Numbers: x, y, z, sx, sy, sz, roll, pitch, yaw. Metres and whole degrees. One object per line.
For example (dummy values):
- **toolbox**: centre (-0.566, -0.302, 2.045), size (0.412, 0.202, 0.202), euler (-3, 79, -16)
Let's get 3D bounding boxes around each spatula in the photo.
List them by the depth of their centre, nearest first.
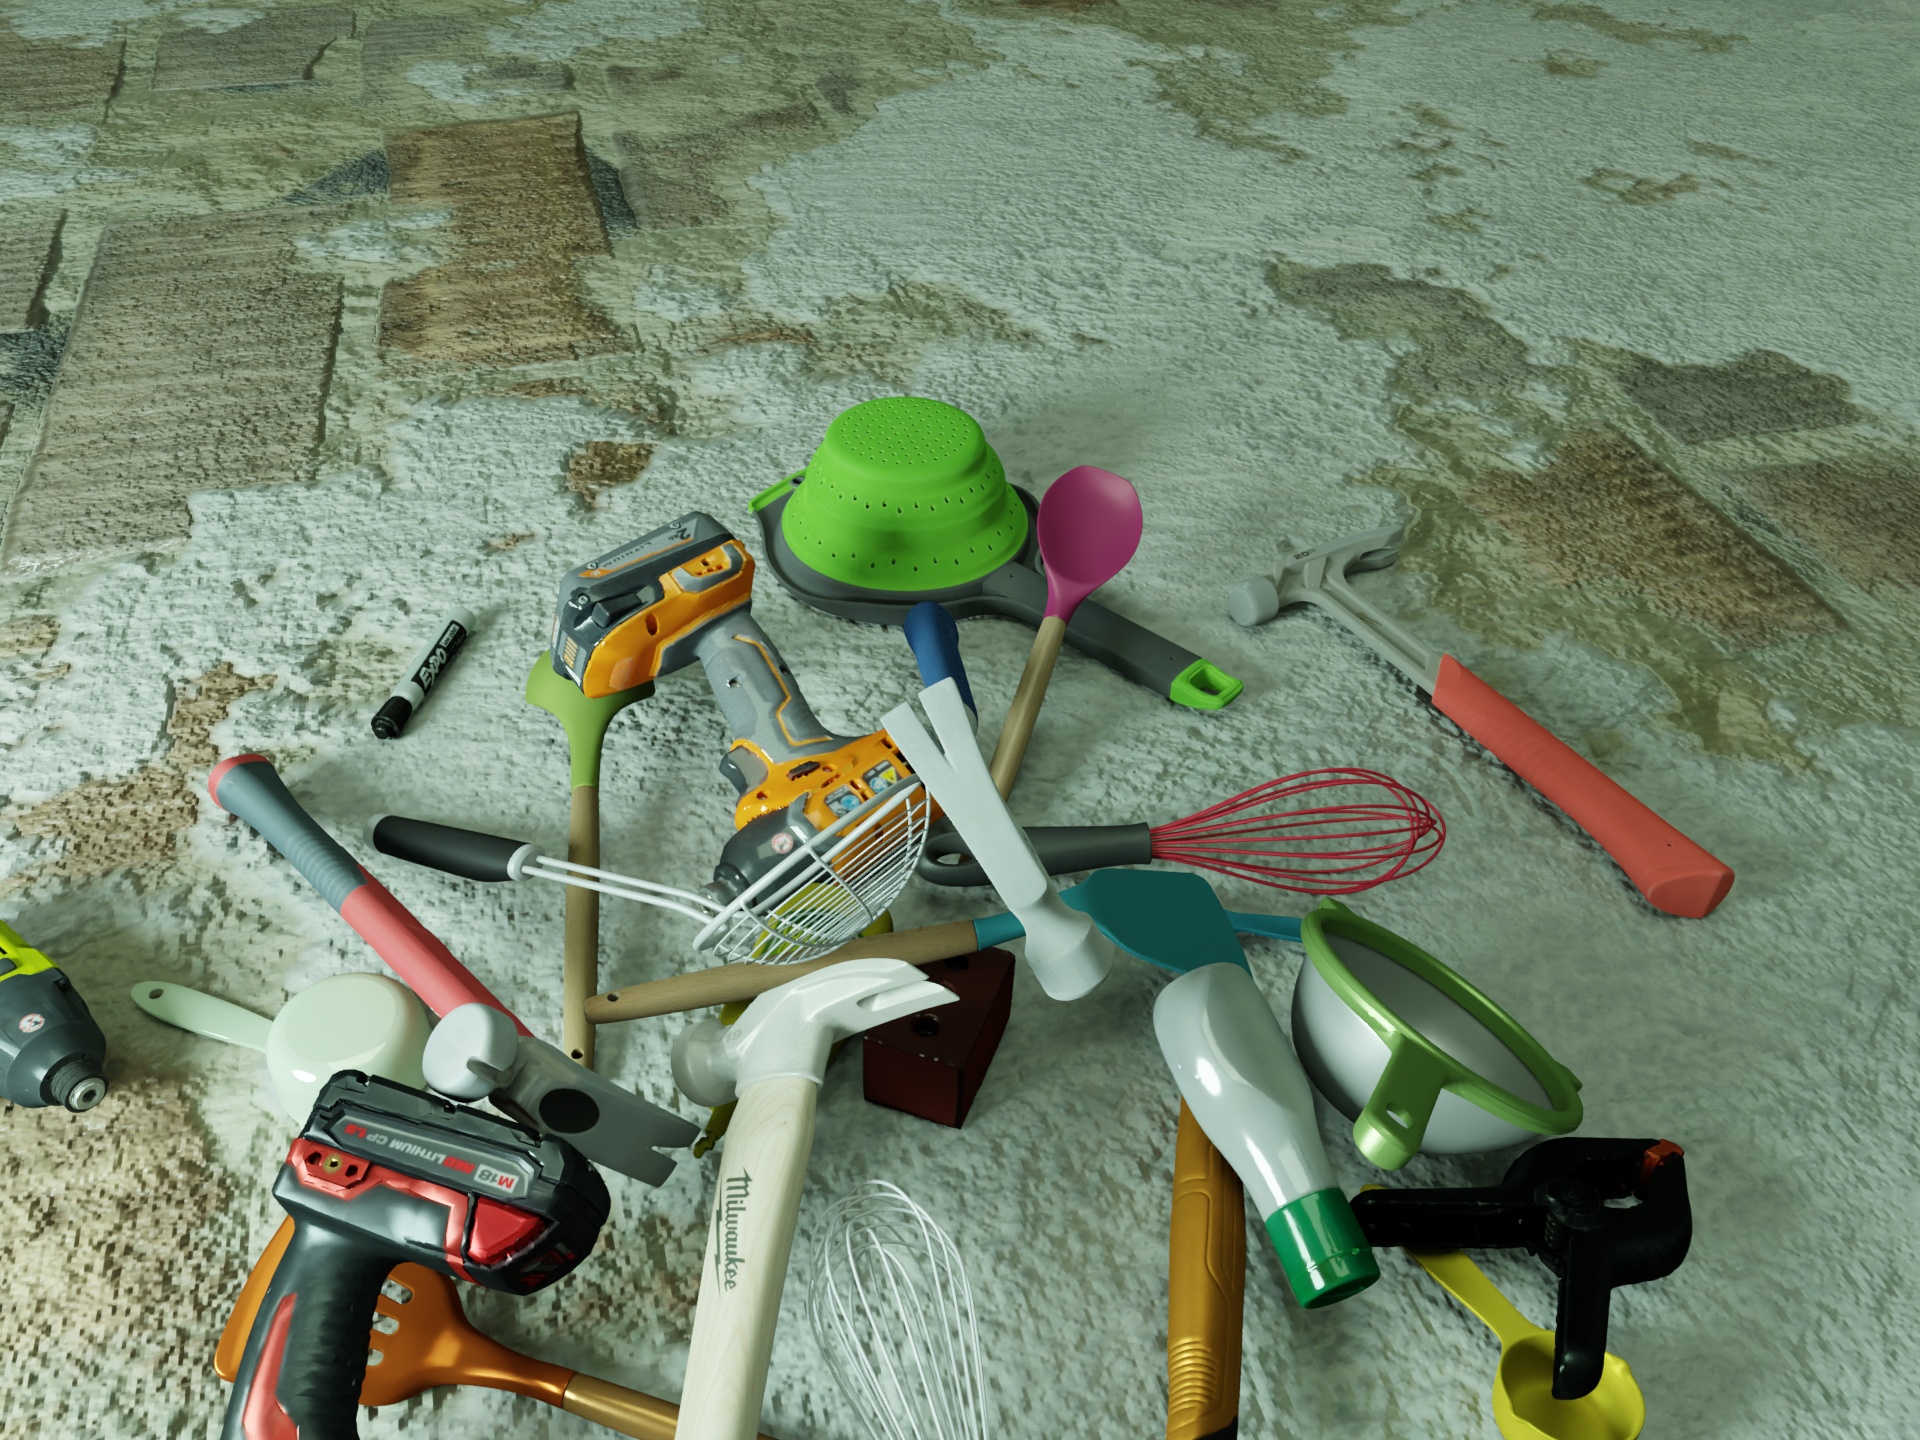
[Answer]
- **spatula**: centre (-0.136, 0.274, 0.635), size (0.322, 0.041, 0.081), euler (14, 56, 12)
- **spatula**: centre (-0.018, 0.116, 0.760), size (0.317, 0.044, 0.082), euler (-9, 42, -8)

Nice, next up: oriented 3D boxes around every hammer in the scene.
- **hammer**: centre (-0.085, 0.275, 0.555), size (0.146, 0.038, 0.411), euler (-26, 41, 36)
- **hammer**: centre (0.090, 0.262, 0.633), size (0.127, 0.034, 0.337), euler (35, 35, -14)
- **hammer**: centre (-0.277, 0.106, 0.794), size (0.387, 0.143, 0.038), euler (26, 77, 43)
- **hammer**: centre (-0.001, -0.003, 0.838), size (0.035, 0.144, 0.406), euler (-30, 18, 4)
- **hammer**: centre (0.331, -0.009, 0.991), size (0.149, 0.036, 0.359), euler (-20, 44, -23)

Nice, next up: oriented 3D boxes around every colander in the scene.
- **colander**: centre (0.023, -0.127, 1.072), size (0.397, 0.094, 0.204), euler (30, 48, 30)

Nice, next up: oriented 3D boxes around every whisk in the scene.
- **whisk**: centre (0.005, 0.301, 0.576), size (0.070, 0.070, 0.285), euler (-13, 54, -17)
- **whisk**: centre (0.122, 0.066, 0.873), size (0.296, 0.073, 0.073), euler (-4, 40, -4)

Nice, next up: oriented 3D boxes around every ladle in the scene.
- **ladle**: centre (-0.208, 0.069, 0.885), size (0.078, 0.062, 0.321), euler (-3, 47, -9)

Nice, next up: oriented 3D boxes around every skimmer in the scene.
- **skimmer**: centre (-0.177, 0.053, 0.788), size (0.363, 0.090, 0.127), euler (7, 23, 32)

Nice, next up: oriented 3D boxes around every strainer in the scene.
- **strainer**: centre (0.189, 0.164, 0.700), size (0.151, 0.069, 0.256), euler (37, 17, 16)

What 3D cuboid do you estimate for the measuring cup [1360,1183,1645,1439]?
- **measuring cup**: centre (0.223, 0.259, 0.685), size (0.062, 0.029, 0.157), euler (-11, 30, -24)

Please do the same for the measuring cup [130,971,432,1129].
- **measuring cup**: centre (-0.339, 0.145, 0.780), size (0.167, 0.038, 0.083), euler (15, 42, 11)

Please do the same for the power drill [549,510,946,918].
- **power drill**: centre (-0.130, 0.003, 0.887), size (0.164, 0.084, 0.226), euler (-34, 74, -35)

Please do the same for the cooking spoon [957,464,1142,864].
- **cooking spoon**: centre (0.050, -0.040, 0.971), size (0.069, 0.017, 0.319), euler (21, 57, 0)

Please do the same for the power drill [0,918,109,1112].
- **power drill**: centre (-0.517, 0.175, 0.714), size (0.171, 0.080, 0.223), euler (27, 43, 27)

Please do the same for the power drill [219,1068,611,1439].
- **power drill**: centre (-0.206, 0.264, 0.585), size (0.188, 0.080, 0.227), euler (16, 62, 8)

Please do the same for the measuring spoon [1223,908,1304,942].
- **measuring spoon**: centre (0.163, 0.118, 0.854), size (0.128, 0.021, 0.042), euler (8, 27, -6)
